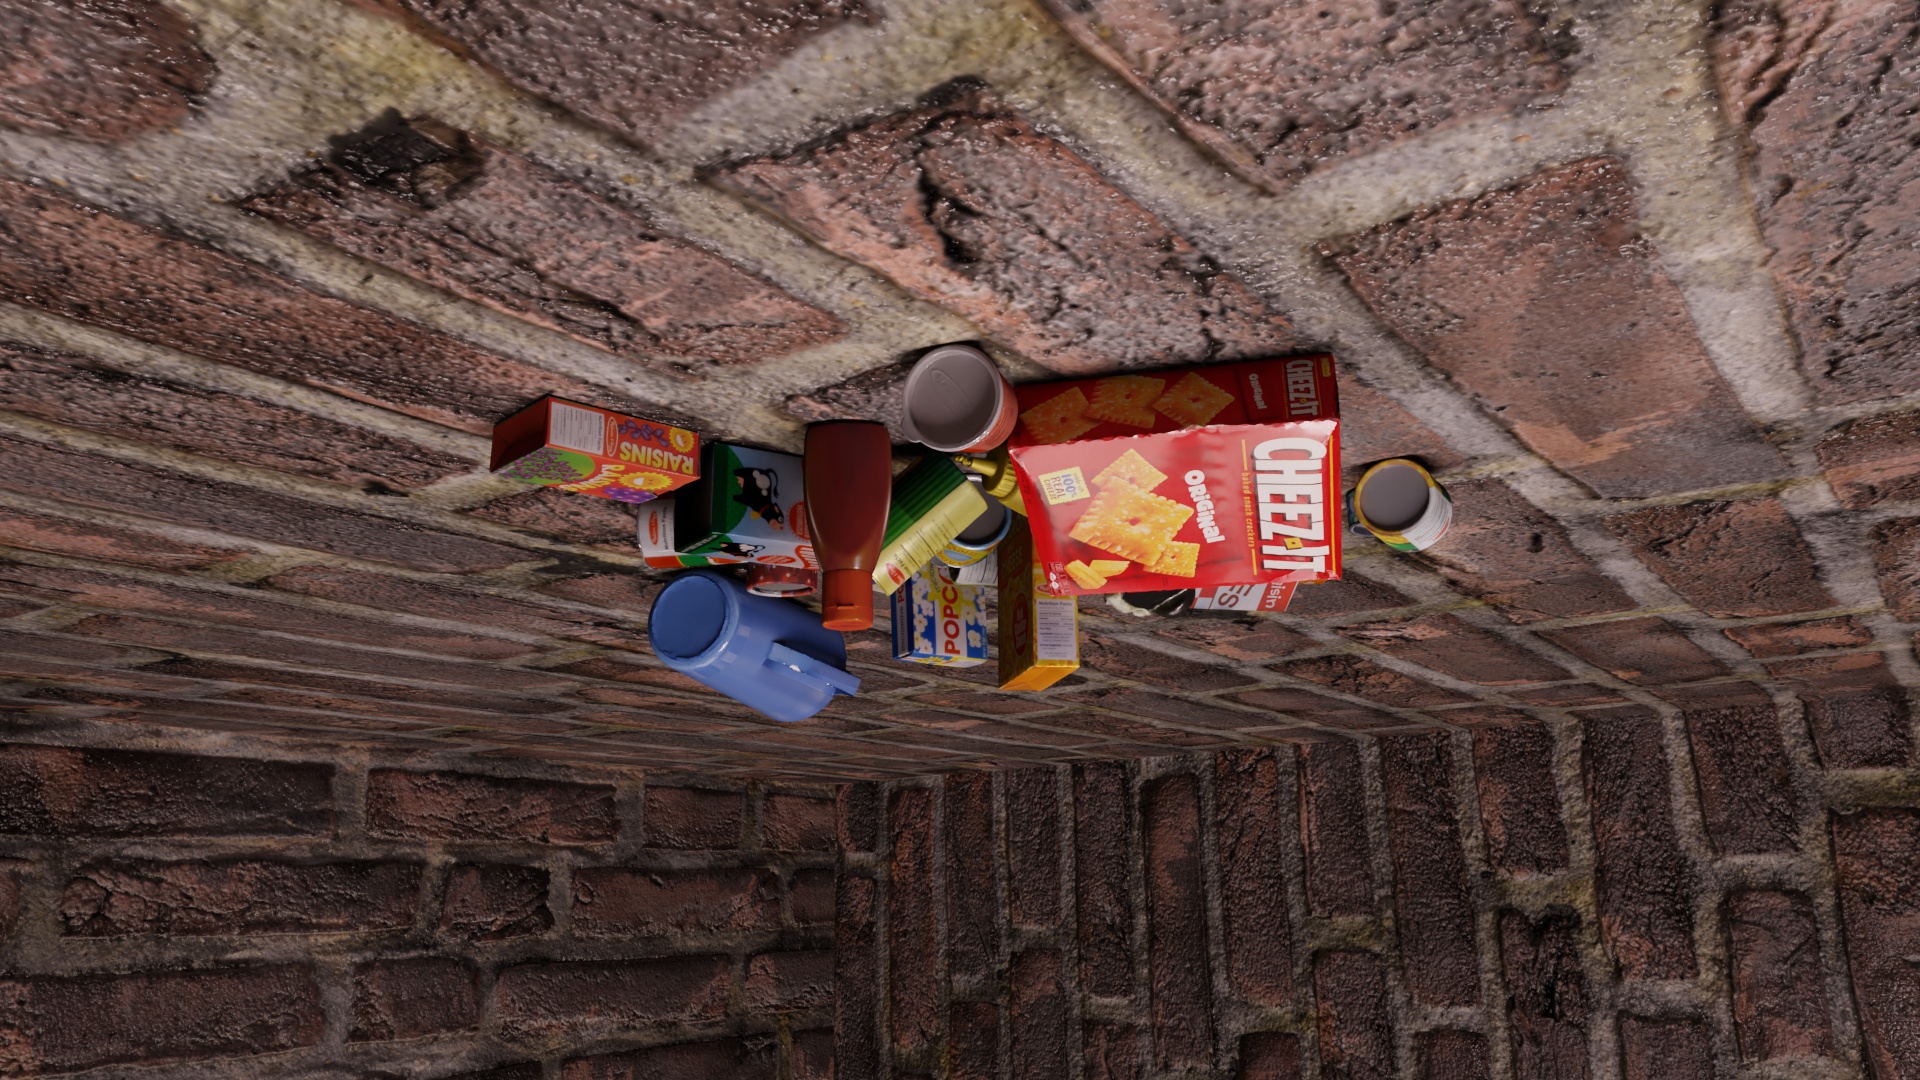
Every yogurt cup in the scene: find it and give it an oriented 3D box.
[{"bbox_3d":[0.003,-0.087,0.892,0.072,0.072,0.054,-7,172,20],"label":"yogurt cup"}]

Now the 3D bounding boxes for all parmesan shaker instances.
[{"bbox_3d":[-0.037,-0.015,1.061,0.103,0.071,0.071,-41,164,-4],"label":"parmesan shaker"}]

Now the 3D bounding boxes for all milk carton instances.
[{"bbox_3d":[-0.125,-0.021,1.111,0.191,0.073,0.072,9,162,-34],"label":"milk carton"}]

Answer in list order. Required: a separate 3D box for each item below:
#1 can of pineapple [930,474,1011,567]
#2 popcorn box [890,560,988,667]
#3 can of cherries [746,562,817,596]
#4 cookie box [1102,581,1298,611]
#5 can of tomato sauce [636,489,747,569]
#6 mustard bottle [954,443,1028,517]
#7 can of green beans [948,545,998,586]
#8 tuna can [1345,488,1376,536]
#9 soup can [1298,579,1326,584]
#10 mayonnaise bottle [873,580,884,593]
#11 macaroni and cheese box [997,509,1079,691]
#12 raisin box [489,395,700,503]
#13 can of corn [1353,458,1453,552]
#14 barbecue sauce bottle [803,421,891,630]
[{"bbox_3d":[0.004,-0.014,1.151,0.071,0.071,0.057,2,164,-12],"label":"can of pineapple"},{"bbox_3d":[-0.021,0.051,1.286,0.085,0.127,0.038,10,158,-35],"label":"popcorn box"},{"bbox_3d":[-0.163,0.018,1.283,0.071,0.058,0.071,-1,165,0],"label":"can of cherries"},{"bbox_3d":[0.212,0.000,1.168,0.168,0.040,0.122,3,130,-13],"label":"cookie box"},{"bbox_3d":[-0.217,-0.012,1.156,0.083,0.071,0.071,-4,165,9],"label":"can of tomato sauce"},{"bbox_3d":[0.068,-0.043,1.064,0.160,0.065,0.048,12,158,-26],"label":"mustard bottle"},{"bbox_3d":[0.024,0.008,1.246,0.058,0.071,0.071,3,164,-13],"label":"can of green beans"},{"bbox_3d":[0.370,-0.026,1.206,0.071,0.033,0.071,-1,165,0],"label":"tuna can"},{"bbox_3d":[0.287,0.007,1.262,0.084,0.071,0.071,1,165,-9],"label":"soup can"},{"bbox_3d":[-0.060,0.032,1.383,0.064,0.041,0.148,-15,159,37],"label":"mayonnaise bottle"},{"bbox_3d":[0.061,0.032,1.143,0.040,0.167,0.123,3,164,-11],"label":"macaroni and cheese box"},{"bbox_3d":[-0.264,-0.063,1.008,0.123,0.040,0.086,12,159,-43],"label":"raisin box"},{"bbox_3d":[0.358,-0.030,1.132,0.071,0.071,0.058,-10,162,30],"label":"can of corn"},{"bbox_3d":[-0.082,-0.011,1.004,0.065,0.149,0.043,-1,164,-2],"label":"barbecue sauce bottle"}]
